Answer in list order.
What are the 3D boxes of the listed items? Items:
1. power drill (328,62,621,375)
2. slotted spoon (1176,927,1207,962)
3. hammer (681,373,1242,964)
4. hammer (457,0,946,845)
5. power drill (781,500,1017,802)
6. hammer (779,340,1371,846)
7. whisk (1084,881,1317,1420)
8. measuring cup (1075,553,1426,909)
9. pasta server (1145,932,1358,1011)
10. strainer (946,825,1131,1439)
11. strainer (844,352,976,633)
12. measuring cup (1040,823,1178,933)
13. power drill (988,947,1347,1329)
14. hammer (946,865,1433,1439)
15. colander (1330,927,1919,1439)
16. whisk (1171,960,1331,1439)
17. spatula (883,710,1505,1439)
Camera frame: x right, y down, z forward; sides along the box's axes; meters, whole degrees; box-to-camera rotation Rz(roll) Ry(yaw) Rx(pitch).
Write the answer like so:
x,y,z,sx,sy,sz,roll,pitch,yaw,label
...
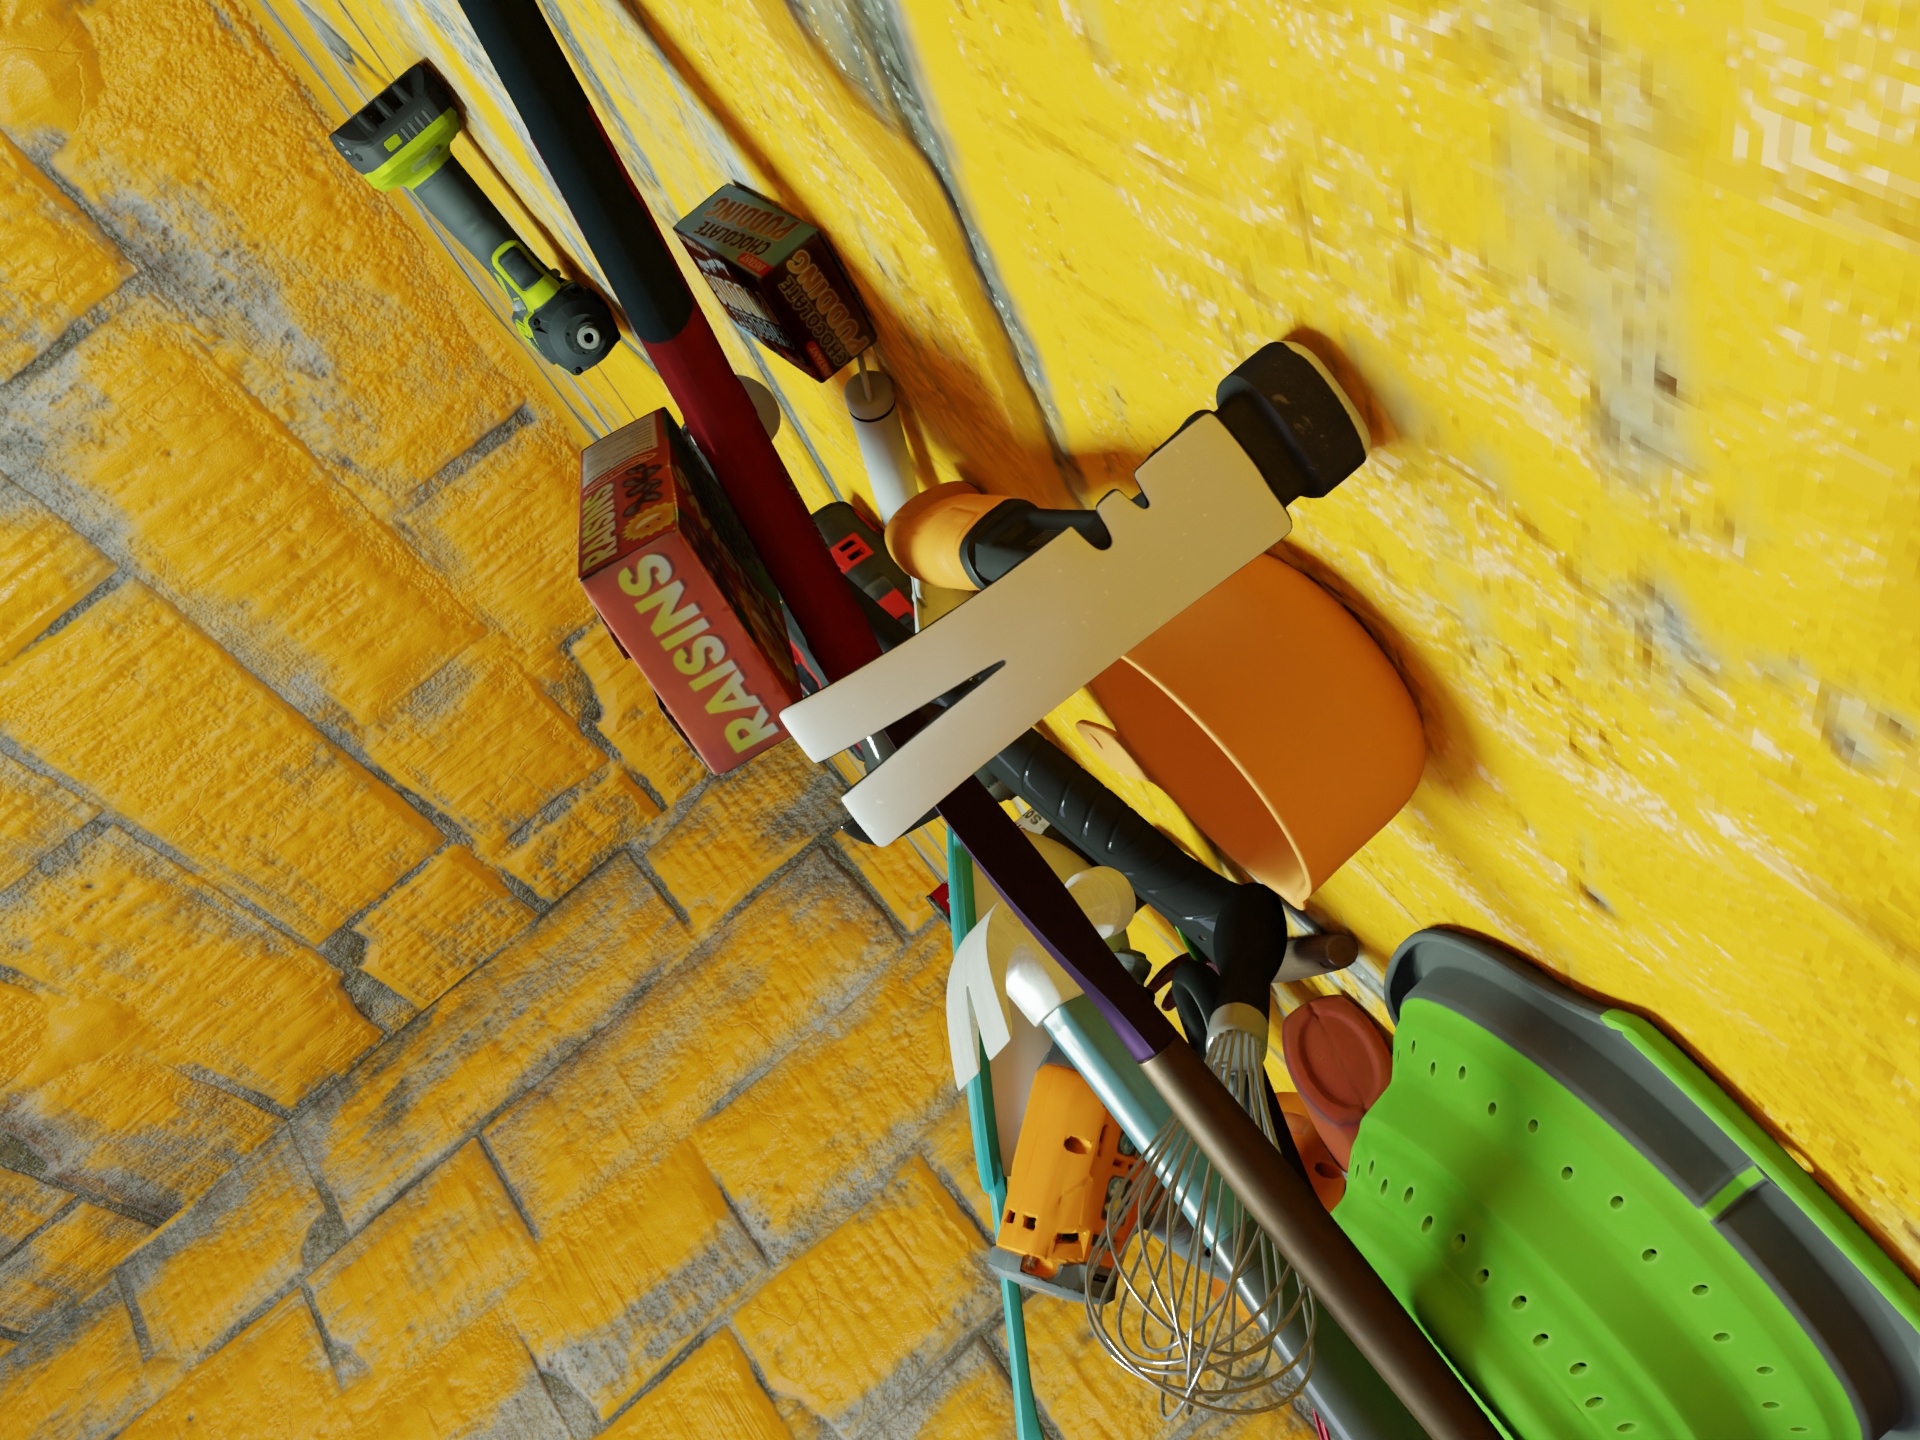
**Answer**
x,y,z,sx,sy,sz,roll,pitch,yaw,label
-0.334,-0.346,1.129,0.223,0.080,0.171,49,175,-29,power drill
0.069,0.057,0.897,0.070,0.031,0.314,59,172,-22,slotted spoon
-0.001,-0.002,0.695,0.334,0.035,0.146,39,147,-9,hammer
-0.101,-0.137,0.531,0.386,0.038,0.143,62,-174,-2,hammer
-0.038,-0.028,0.943,0.188,0.080,0.226,50,170,-2,power drill
0.003,-0.047,0.467,0.034,0.127,0.337,52,179,-11,hammer
0.096,0.131,0.560,0.070,0.070,0.285,51,-155,-10,whisk
0.072,-0.004,0.457,0.095,0.052,0.173,51,175,-7,measuring cup
0.140,0.126,0.766,0.060,0.040,0.316,29,170,4,pasta server
0.055,0.208,0.855,0.210,0.095,0.341,80,-177,-69,strainer
-0.019,-0.074,0.704,0.258,0.050,0.087,74,-172,-61,strainer
0.106,0.122,0.949,0.168,0.038,0.083,49,173,23,measuring cup
0.122,0.218,0.801,0.226,0.164,0.084,26,161,-35,power drill
0.108,0.194,0.571,0.128,0.033,0.331,-10,-124,-50,hammer
0.191,0.195,0.573,0.205,0.094,0.396,48,173,17,colander
0.167,0.248,0.736,0.073,0.073,0.296,121,125,-83,whisk
0.071,0.112,0.445,0.316,0.018,0.060,52,-170,-1,spatula
